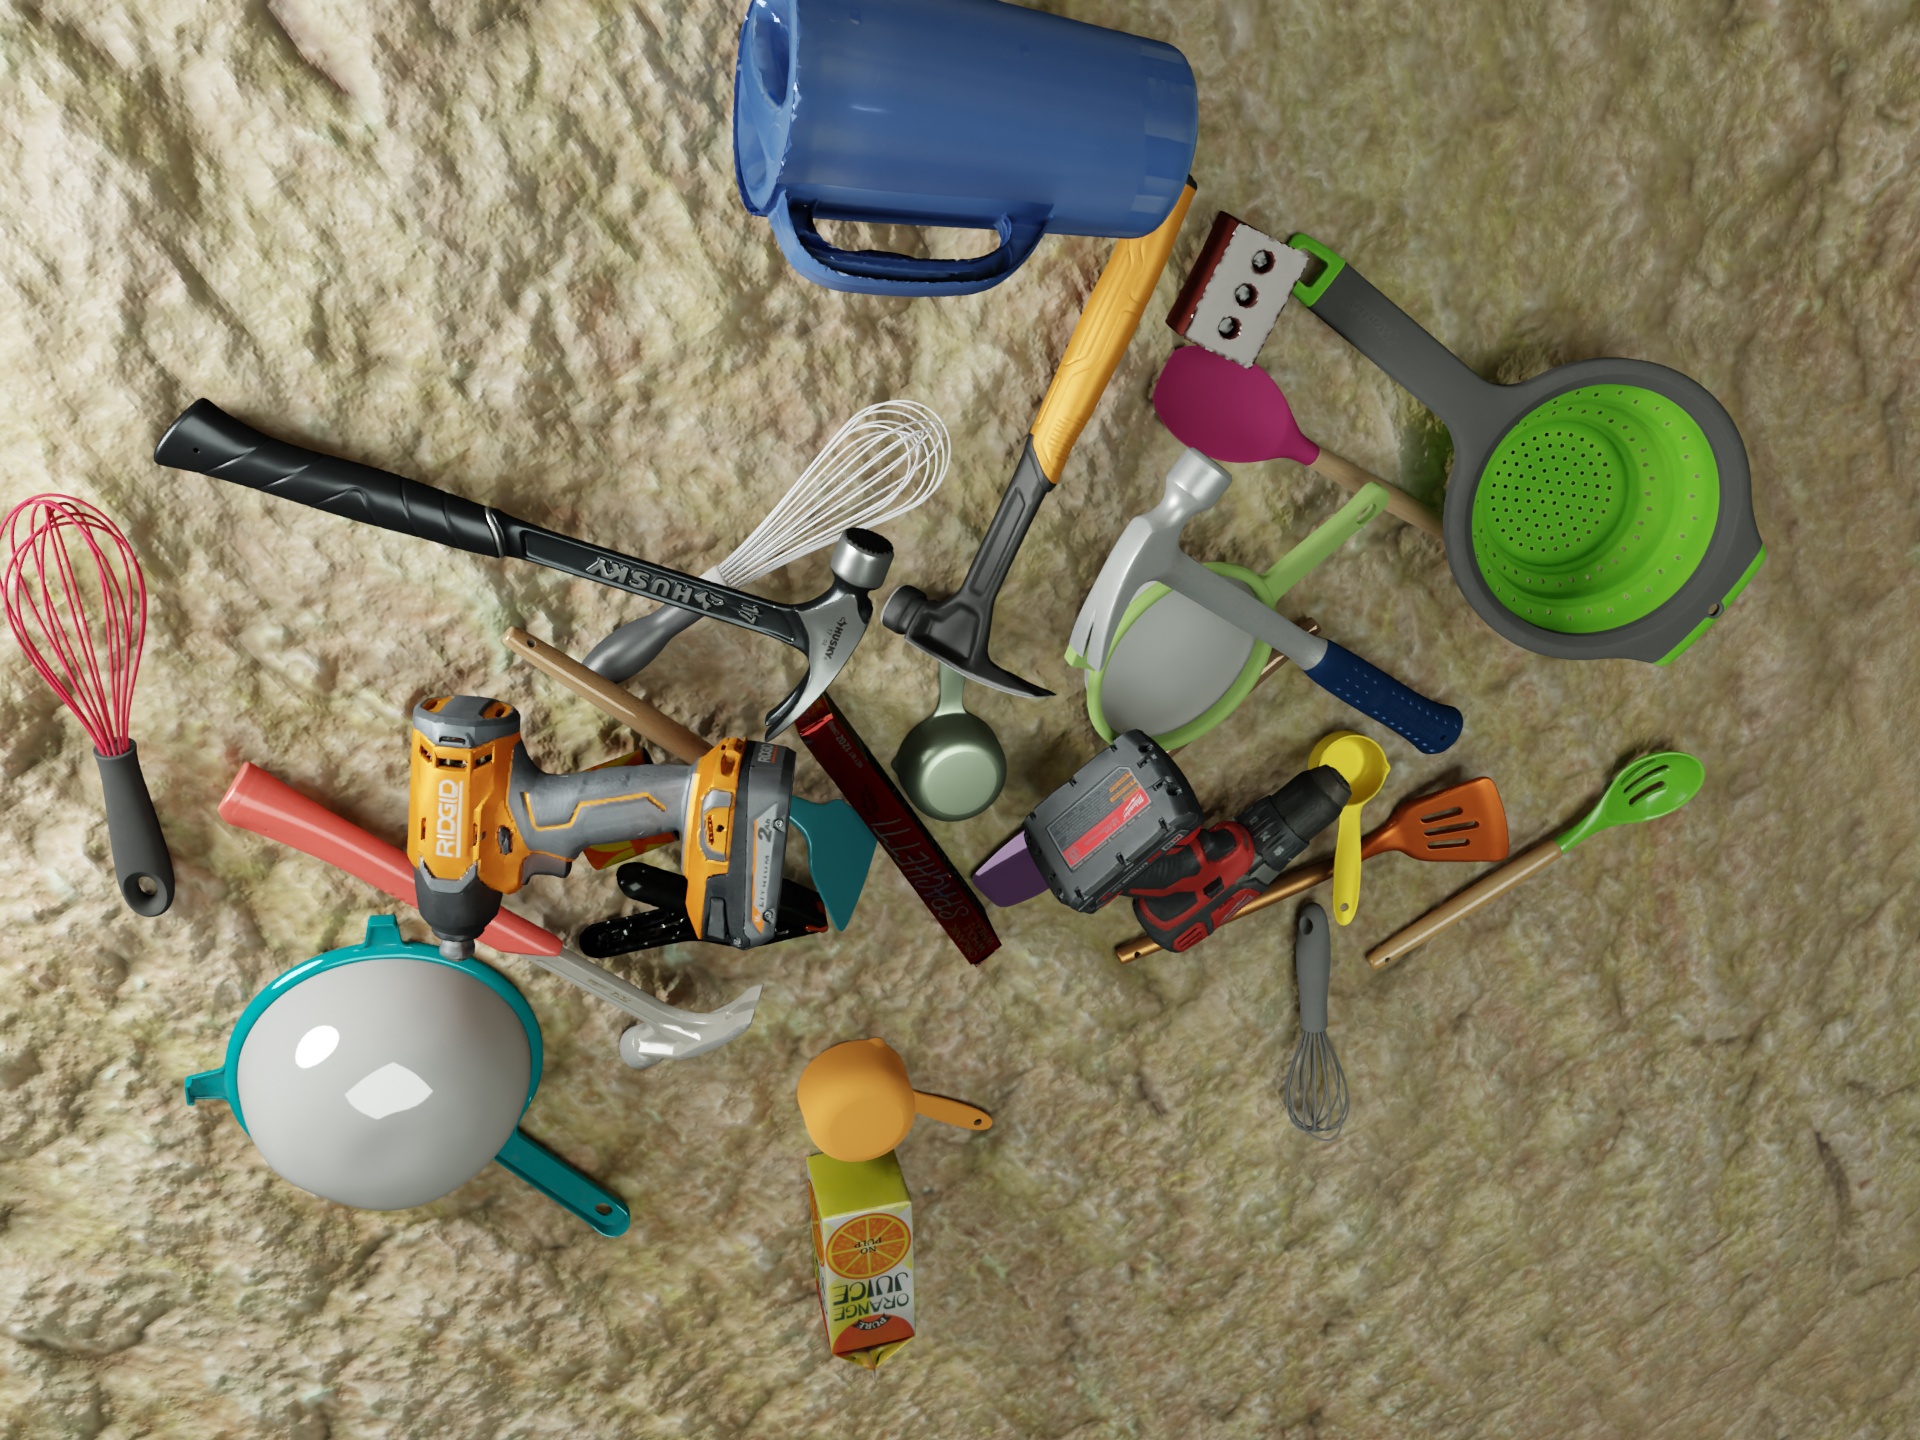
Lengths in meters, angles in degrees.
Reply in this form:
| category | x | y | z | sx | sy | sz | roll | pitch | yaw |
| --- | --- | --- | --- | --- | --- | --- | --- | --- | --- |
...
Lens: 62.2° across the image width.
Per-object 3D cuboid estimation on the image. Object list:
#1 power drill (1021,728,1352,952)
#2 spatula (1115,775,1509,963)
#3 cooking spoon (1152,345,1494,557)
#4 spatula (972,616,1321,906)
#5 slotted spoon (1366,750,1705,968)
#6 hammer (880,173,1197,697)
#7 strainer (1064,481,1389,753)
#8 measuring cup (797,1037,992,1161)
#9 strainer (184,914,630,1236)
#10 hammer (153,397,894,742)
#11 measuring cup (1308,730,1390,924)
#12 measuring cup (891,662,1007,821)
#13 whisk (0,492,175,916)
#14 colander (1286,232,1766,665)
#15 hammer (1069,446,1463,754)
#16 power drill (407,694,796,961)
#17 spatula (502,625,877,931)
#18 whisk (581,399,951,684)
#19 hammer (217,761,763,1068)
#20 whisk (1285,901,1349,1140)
| category | x | y | z | sx | sy | sz | roll | pitch | yaw |
| --- | --- | --- | --- | --- | --- | --- | --- | --- | --- |
| power drill | 0.169 | 0.080 | 1.132 | 0.188 | 0.080 | 0.226 | -41 | 145 | 17 |
| spatula | 0.275 | 0.129 | 1.255 | 0.322 | 0.041 | 0.081 | -22 | 115 | -4 |
| cooking spoon | 0.262 | -0.173 | 1.100 | 0.318 | 0.017 | 0.069 | 22 | 99 | -26 |
| spatula | 0.140 | 0.032 | 1.172 | 0.316 | 0.018 | 0.059 | -41 | 123 | 8 |
| slotted spoon | 0.473 | 0.117 | 1.322 | 0.314 | 0.031 | 0.070 | -33 | 122 | 4 |
| hammer | 0.067 | -0.181 | 0.993 | 0.034 | 0.127 | 0.337 | -5 | 122 | -63 |
| strainer | 0.177 | -0.089 | 1.091 | 0.256 | 0.069 | 0.151 | -40 | 137 | -3 |
| measuring cup | -0.043 | 0.311 | 1.243 | 0.173 | 0.052 | 0.095 | 21 | 109 | -24 |
| strainer | -0.353 | 0.301 | 1.114 | 0.211 | 0.095 | 0.340 | -40 | 120 | 6 |
| hammer | -0.253 | -0.100 | 0.932 | 0.408 | 0.036 | 0.149 | 17 | 119 | -15 |
| measuring cup | 0.294 | 0.082 | 1.227 | 0.062 | 0.029 | 0.156 | -5 | 108 | -8 |
| measuring cup | -0.002 | -0.003 | 1.094 | 0.083 | 0.038 | 0.167 | -5 | 121 | -15 |
| whisk | -0.499 | 0.000 | 0.930 | 0.073 | 0.073 | 0.295 | -5 | 125 | -16 |
| colander | 0.363 | -0.198 | 1.091 | 0.397 | 0.094 | 0.204 | 36 | 103 | -12 |
| hammer | 0.231 | -0.045 | 1.086 | 0.405 | 0.035 | 0.144 | 23 | 109 | -44 |
| power drill | -0.221 | 0.078 | 0.969 | 0.226 | 0.084 | 0.164 | 7 | 105 | -5 |
| spatula | -0.167 | 0.031 | 1.036 | 0.317 | 0.044 | 0.082 | 36 | 58 | -29 |
| whisk | -0.126 | -0.102 | 0.994 | 0.284 | 0.070 | 0.070 | -35 | 122 | 8 |
| hammer | -0.307 | 0.129 | 1.042 | 0.358 | 0.037 | 0.149 | 35 | 137 | -26 |
| whisk | 0.297 | 0.254 | 1.328 | 0.055 | 0.055 | 0.238 | -13 | 117 | -11 |
